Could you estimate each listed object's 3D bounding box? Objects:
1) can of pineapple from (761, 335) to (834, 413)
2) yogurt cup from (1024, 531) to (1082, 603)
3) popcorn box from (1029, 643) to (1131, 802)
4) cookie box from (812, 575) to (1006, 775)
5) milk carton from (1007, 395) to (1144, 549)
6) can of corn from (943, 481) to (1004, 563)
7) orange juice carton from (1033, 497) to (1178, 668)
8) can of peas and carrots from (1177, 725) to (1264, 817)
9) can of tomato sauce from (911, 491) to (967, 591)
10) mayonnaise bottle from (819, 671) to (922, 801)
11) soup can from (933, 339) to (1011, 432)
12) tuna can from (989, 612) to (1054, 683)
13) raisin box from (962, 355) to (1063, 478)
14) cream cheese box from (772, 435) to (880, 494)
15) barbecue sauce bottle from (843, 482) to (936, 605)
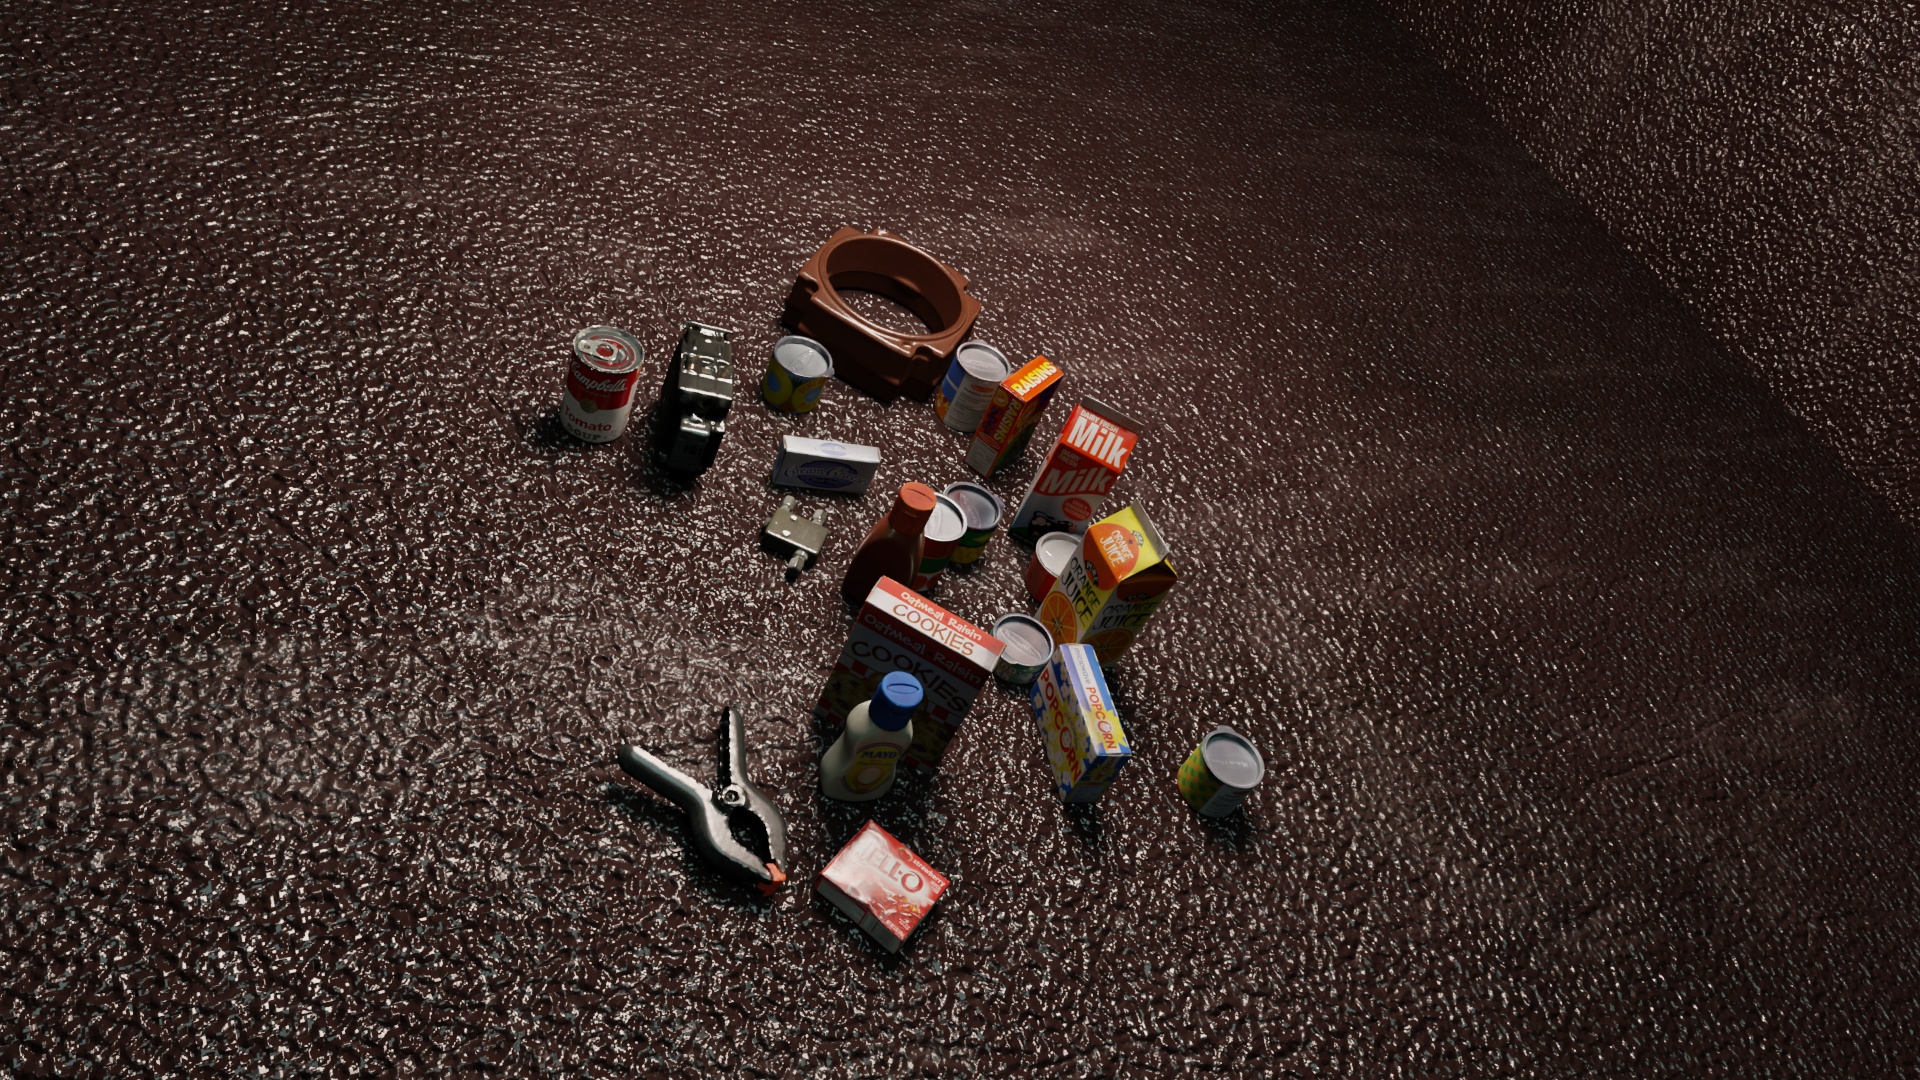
[{"bbox_3d":[-0.179,-0.181,1.526,0.071,0.057,0.071,14,45,-14],"label":"can of pineapple"},{"bbox_3d":[0.103,0.033,1.466,0.072,0.053,0.073,14,45,-14],"label":"yogurt cup"},{"bbox_3d":[0.111,0.172,1.315,0.038,0.084,0.127,3,48,-24],"label":"popcorn box"},{"bbox_3d":[-0.047,0.121,1.225,0.123,0.166,0.040,29,43,1],"label":"cookie box"},{"bbox_3d":[0.124,-0.072,1.477,0.072,0.189,0.074,27,43,-1],"label":"milk carton"},{"bbox_3d":[0.005,-0.018,1.463,0.071,0.058,0.071,14,45,-14],"label":"can of corn"},{"bbox_3d":[0.149,0.046,1.375,0.073,0.191,0.072,-3,51,-29],"label":"orange juice carton"},{"bbox_3d":[0.252,0.225,1.353,0.071,0.058,0.071,14,45,-14],"label":"can of peas and carrots"},{"bbox_3d":[-0.040,0.001,1.404,0.071,0.082,0.071,14,45,-14],"label":"can of tomato sauce"},{"bbox_3d":[-0.072,0.168,1.182,0.065,0.147,0.041,5,48,-22],"label":"mayonnaise bottle"},{"bbox_3d":[0.013,-0.178,1.600,0.071,0.083,0.072,14,45,-14],"label":"soup can"},{"bbox_3d":[0.057,0.109,1.386,0.071,0.032,0.071,14,45,-14],"label":"tuna can"},{"bbox_3d":[0.059,-0.138,1.556,0.040,0.122,0.086,39,44,12],"label":"raisin box"},{"bbox_3d":[-0.141,-0.078,1.451,0.104,0.053,0.024,6,47,-21],"label":"cream cheese box"},{"bbox_3d":[-0.064,0.006,1.340,0.065,0.147,0.044,26,43,-2],"label":"barbecue sauce bottle"}]
